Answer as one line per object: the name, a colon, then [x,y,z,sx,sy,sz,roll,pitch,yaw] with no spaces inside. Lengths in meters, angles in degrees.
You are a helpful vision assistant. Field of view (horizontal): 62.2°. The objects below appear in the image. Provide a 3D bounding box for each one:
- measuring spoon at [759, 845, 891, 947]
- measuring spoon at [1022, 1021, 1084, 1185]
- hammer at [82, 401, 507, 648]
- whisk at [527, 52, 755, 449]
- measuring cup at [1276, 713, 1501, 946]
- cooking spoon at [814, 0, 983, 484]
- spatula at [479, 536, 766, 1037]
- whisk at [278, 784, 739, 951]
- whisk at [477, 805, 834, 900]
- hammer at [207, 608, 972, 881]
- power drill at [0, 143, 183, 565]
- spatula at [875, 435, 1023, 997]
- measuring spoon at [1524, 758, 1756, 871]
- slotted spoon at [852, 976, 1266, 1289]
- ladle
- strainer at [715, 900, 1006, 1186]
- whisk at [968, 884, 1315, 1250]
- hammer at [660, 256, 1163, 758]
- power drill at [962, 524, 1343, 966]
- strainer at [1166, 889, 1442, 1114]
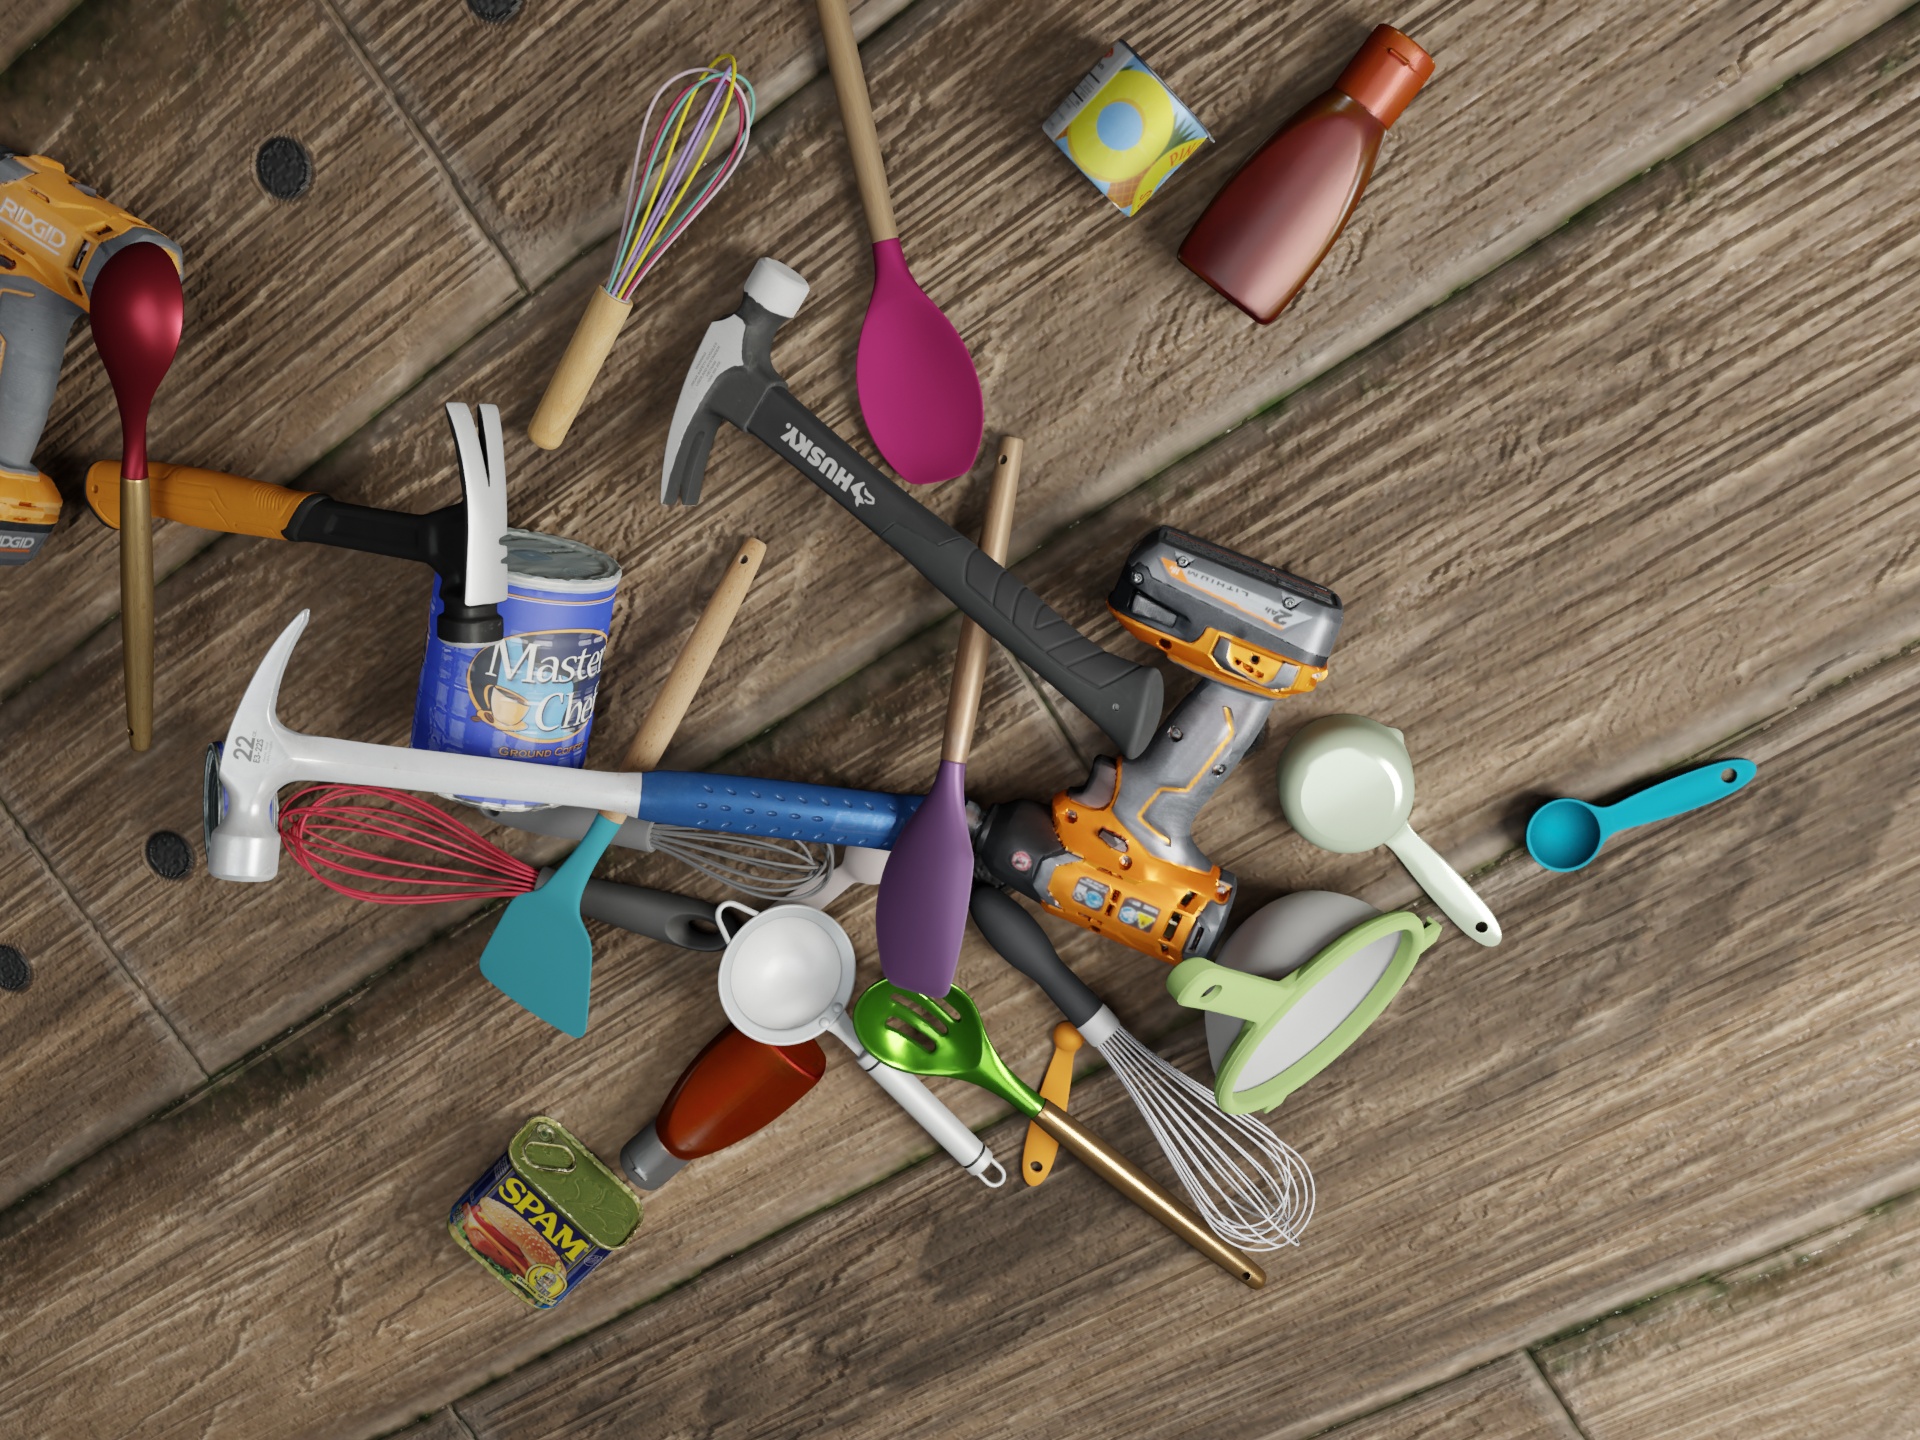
measuring spoon: [-0.090,0.110,0.977,0.124,0.018,0.034,-35,96,18]
measuring spoon: [0.056,0.240,0.988,0.021,0.011,0.117,14,107,7]
hammer: [-0.387,-0.126,0.904,0.337,0.034,0.127,11,104,29]
whisk: [-0.183,-0.258,0.890,0.047,0.051,0.245,42,113,19]
measuring cup: [0.247,0.070,0.892,0.083,0.038,0.167,-43,92,18]
cooking spoon: [-0.046,-0.287,0.864,0.069,0.017,0.318,-10,103,12]
spatula: [-0.192,0.035,0.942,0.082,0.044,0.317,29,91,16]
whisk: [-0.281,0.098,0.993,0.296,0.073,0.073,14,107,0]
whisk: [-0.189,0.066,0.971,0.239,0.055,0.055,9,106,13]
hammer: [-0.188,0.034,0.880,0.405,0.035,0.144,8,93,-18]
power drill: [-0.584,-0.229,0.942,0.185,0.084,0.226,32,99,9]
spatula: [-0.001,-0.003,0.892,0.060,0.018,0.316,12,92,29]
measuring spoon: [0.373,0.046,0.878,0.128,0.021,0.042,-21,99,6]
slotted spoon: [0.066,0.254,0.973,0.313,0.031,0.070,39,106,-7]
ladle: [-0.481,-0.119,0.927,0.069,0.031,0.315,26,119,22]
strainer: [-0.062,0.202,0.984,0.087,0.050,0.258,-46,101,-13]
whisk: [0.104,0.206,0.951,0.070,0.070,0.284,-43,88,18]
hammer: [-0.026,-0.095,0.855,0.335,0.035,0.146,41,111,16]
power drill: [0.100,0.013,0.880,0.164,0.084,0.226,22,107,4]
strainer: [0.154,0.133,0.845,0.151,0.256,0.069,-50,57,11]
